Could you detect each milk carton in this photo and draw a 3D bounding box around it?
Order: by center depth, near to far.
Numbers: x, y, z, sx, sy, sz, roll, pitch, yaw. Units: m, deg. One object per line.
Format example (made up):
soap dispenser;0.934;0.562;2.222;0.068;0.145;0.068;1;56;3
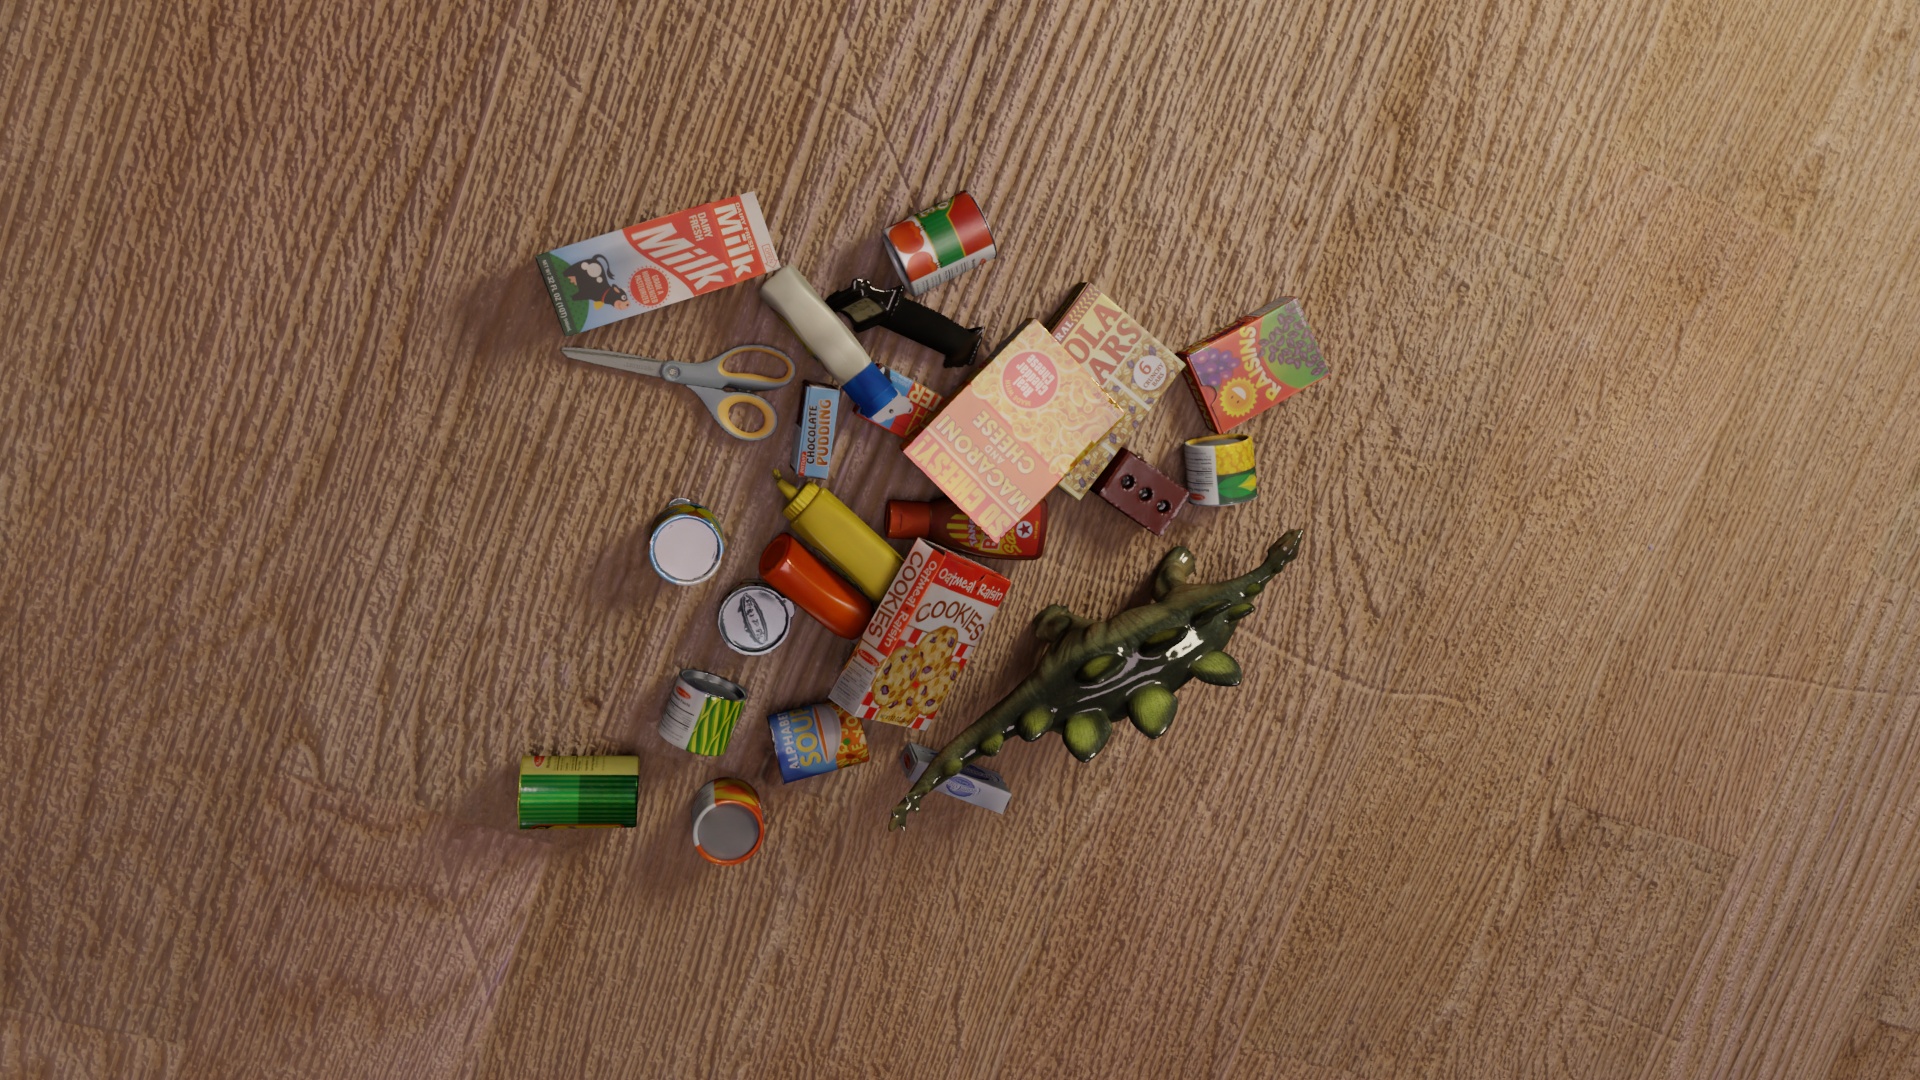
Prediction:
milk carton;-0.255;-0.237;1.185;0.191;0.073;0.072;-20;104;-8

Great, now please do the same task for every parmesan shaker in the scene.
parmesan shaker;-0.344;0.229;1.256;0.103;0.071;0.071;2;100;-12

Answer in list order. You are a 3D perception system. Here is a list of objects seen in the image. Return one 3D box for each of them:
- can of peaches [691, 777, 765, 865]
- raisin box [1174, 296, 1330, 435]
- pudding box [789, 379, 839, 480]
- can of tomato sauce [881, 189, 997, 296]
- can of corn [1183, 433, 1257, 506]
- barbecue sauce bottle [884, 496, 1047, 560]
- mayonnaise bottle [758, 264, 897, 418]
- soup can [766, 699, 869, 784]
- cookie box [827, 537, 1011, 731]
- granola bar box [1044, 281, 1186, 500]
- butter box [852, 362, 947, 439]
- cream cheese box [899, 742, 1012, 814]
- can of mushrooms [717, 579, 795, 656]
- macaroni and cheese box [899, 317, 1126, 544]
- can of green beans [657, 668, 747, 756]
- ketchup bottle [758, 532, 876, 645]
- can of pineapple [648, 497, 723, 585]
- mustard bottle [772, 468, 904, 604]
can of peaches;-0.215;0.263;1.297;0.071;0.058;0.071;-2;101;-11
raisin box;0.279;-0.168;1.328;0.123;0.040;0.086;-28;106;-5
pudding box;-0.132;-0.100;1.250;0.030;0.050;0.083;7;99;-14
can of tomato sauce;-0.020;-0.265;1.234;0.083;0.071;0.071;-27;105;-5
can of corn;0.250;-0.068;1.328;0.071;0.071;0.058;-10;103;-10
barbecue sauce bottle;0.005;-0.016;1.298;0.149;0.044;0.064;3;100;-12
mayonnaise bottle;-0.116;-0.175;1.224;0.041;0.065;0.148;-40;98;0
soup can;-0.133;0.184;1.293;0.084;0.071;0.071;-14;103;-9
cookie box;-0.034;0.089;1.276;0.123;0.040;0.167;25;96;-57
granola bar box;0.111;-0.139;1.298;0.124;0.039;0.165;37;91;-15
butter box;-0.042;-0.117;1.278;0.103;0.024;0.053;26;94;-15
cream cheese box;-0.005;0.228;1.337;0.104;0.053;0.024;22;98;-15
can of mushrooms;-0.188;0.070;1.279;0.071;0.033;0.071;-2;101;-11
macaroni and cheese box;0.047;-0.098;1.251;0.166;0.040;0.123;-45;102;-1
can of green beans;-0.236;0.157;1.269;0.071;0.071;0.057;21;97;-15
ketchup bottle;-0.117;0.056;1.278;0.043;0.065;0.148;-43;115;13
can of pineapple;-0.246;0.002;1.241;0.071;0.058;0.071;-2;101;-11
mustard bottle;-0.114;-0.008;1.266;0.160;0.065;0.049;43;87;-10
